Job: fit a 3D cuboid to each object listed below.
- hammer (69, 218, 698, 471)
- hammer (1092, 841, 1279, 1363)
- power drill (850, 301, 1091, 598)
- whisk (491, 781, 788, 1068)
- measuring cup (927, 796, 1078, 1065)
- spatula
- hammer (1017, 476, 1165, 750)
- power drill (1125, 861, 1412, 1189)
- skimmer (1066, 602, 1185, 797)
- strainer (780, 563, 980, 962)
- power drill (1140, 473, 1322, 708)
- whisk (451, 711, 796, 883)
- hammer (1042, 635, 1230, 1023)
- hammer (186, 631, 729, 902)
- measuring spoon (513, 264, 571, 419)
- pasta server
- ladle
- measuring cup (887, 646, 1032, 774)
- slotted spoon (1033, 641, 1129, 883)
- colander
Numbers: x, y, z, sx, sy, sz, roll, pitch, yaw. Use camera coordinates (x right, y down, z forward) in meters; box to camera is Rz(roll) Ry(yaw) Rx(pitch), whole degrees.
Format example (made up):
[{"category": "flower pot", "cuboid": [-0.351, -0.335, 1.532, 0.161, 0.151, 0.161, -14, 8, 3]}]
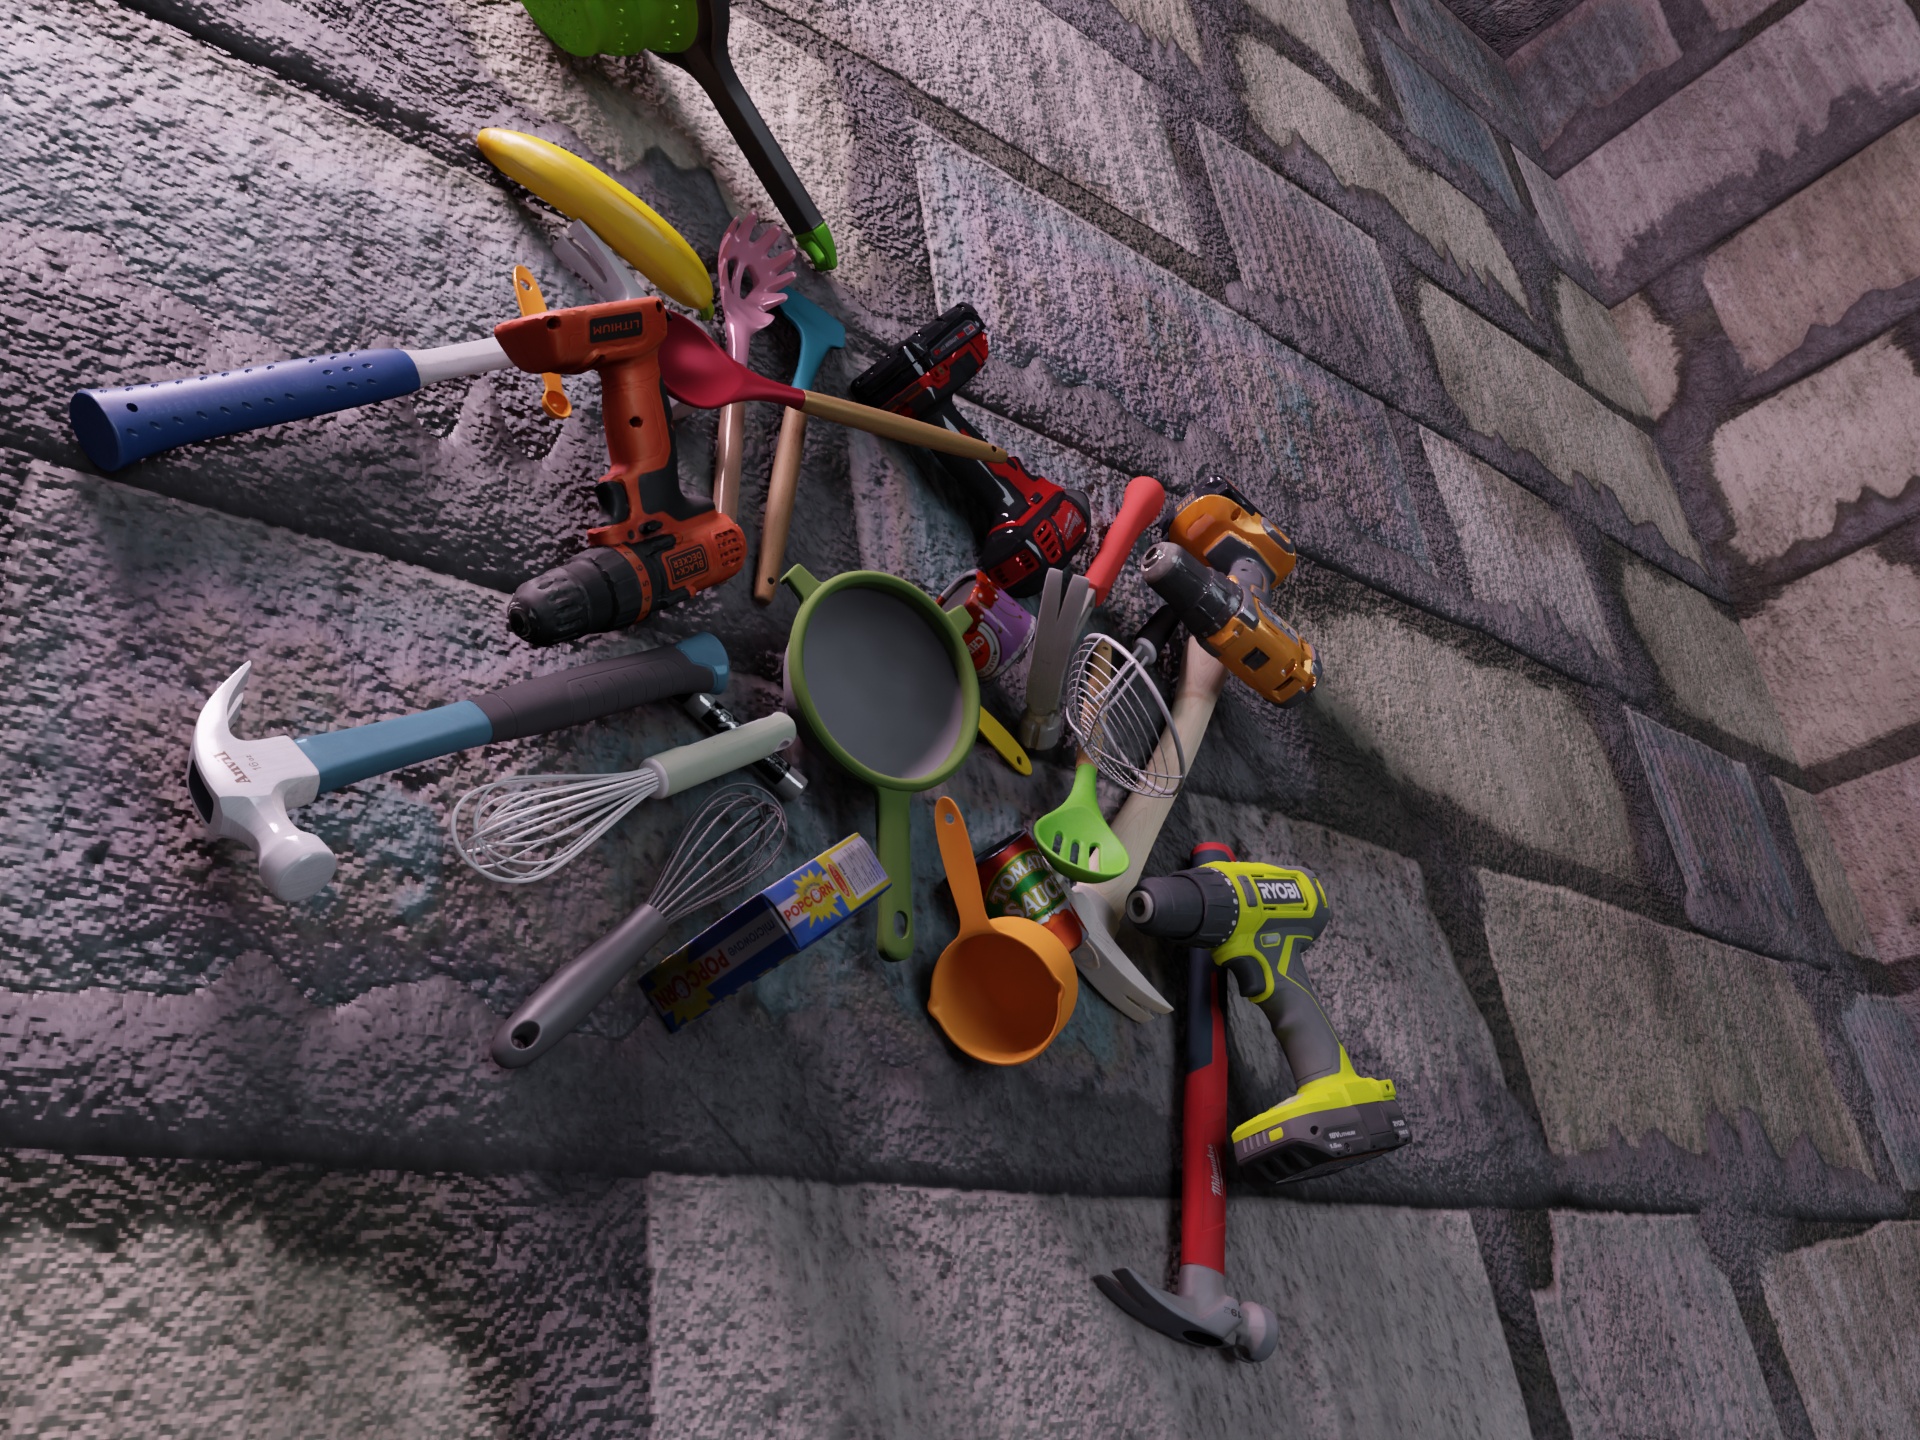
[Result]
[{"category": "hammer", "cuboid": [-0.321, -0.213, 0.938, 0.405, 0.035, 0.144, -31, 89, -52]}, {"category": "hammer", "cuboid": [0.166, 0.245, 1.145, 0.143, 0.038, 0.387, 32, 45, -26]}, {"category": "power drill", "cuboid": [0.024, -0.215, 1.277, 0.219, 0.078, 0.143, 54, 40, -10]}, {"category": "whisk", "cuboid": [-0.172, 0.108, 0.872, 0.055, 0.055, 0.239, 52, 43, -7]}, {"category": "measuring cup", "cuboid": [0.020, 0.128, 1.009, 0.052, 0.095, 0.173, -19, 94, -66]}, {"category": "spatula", "cuboid": [-0.125, -0.210, 1.156, 0.082, 0.044, 0.318, 28, 52, -31]}, {"category": "hammer", "cuboid": [0.116, -0.126, 1.290, 0.037, 0.149, 0.359, 17, 34, 10]}, {"category": "power drill", "cuboid": [0.215, 0.207, 1.132, 0.190, 0.080, 0.229, 6, 57, -42]}, {"category": "skimmer", "cuboid": [0.157, -0.045, 1.234, 0.127, 0.090, 0.363, 65, 25, -10]}, {"category": "strainer", "cuboid": [-0.061, 0.032, 1.032, 0.151, 0.069, 0.256, 11, 68, -37]}, {"category": "power drill", "cuboid": [0.227, -0.129, 1.393, 0.185, 0.084, 0.226, 37, 30, -21]}, {"category": "whisk", "cuboid": [-0.180, 0.035, 0.899, 0.246, 0.057, 0.059, -23, 74, -50]}, {"category": "hammer", "cuboid": [0.164, 0.058, 1.270, 0.146, 0.038, 0.411, 49, 39, -13]}, {"category": "hammer", "cuboid": [-0.243, -0.001, 0.838, 0.128, 0.033, 0.331, 41, 33, 21]}, {"category": "measuring spoon", "cuboid": [-0.261, -0.233, 0.981, 0.021, 0.011, 0.117, 9, 55, -51]}, {"category": "pasta server", "cuboid": [-0.156, -0.231, 1.121, 0.060, 0.040, 0.316, 24, 52, -35]}, {"category": "ladle", "cuboid": [-0.090, -0.220, 1.116, 0.315, 0.031, 0.069, 9, 64, -37]}, {"category": "measuring cup", "cuboid": [-0.002, -0.004, 1.152, 0.156, 0.029, 0.062, 45, 40, -34]}, {"category": "slotted spoon", "cuboid": [0.098, 0.025, 1.191, 0.070, 0.031, 0.314, 19, 34, -3]}, {"category": "colander", "cuboid": [-0.226, -0.488, 1.178, 0.094, 0.205, 0.396, -42, 118, -17]}]
